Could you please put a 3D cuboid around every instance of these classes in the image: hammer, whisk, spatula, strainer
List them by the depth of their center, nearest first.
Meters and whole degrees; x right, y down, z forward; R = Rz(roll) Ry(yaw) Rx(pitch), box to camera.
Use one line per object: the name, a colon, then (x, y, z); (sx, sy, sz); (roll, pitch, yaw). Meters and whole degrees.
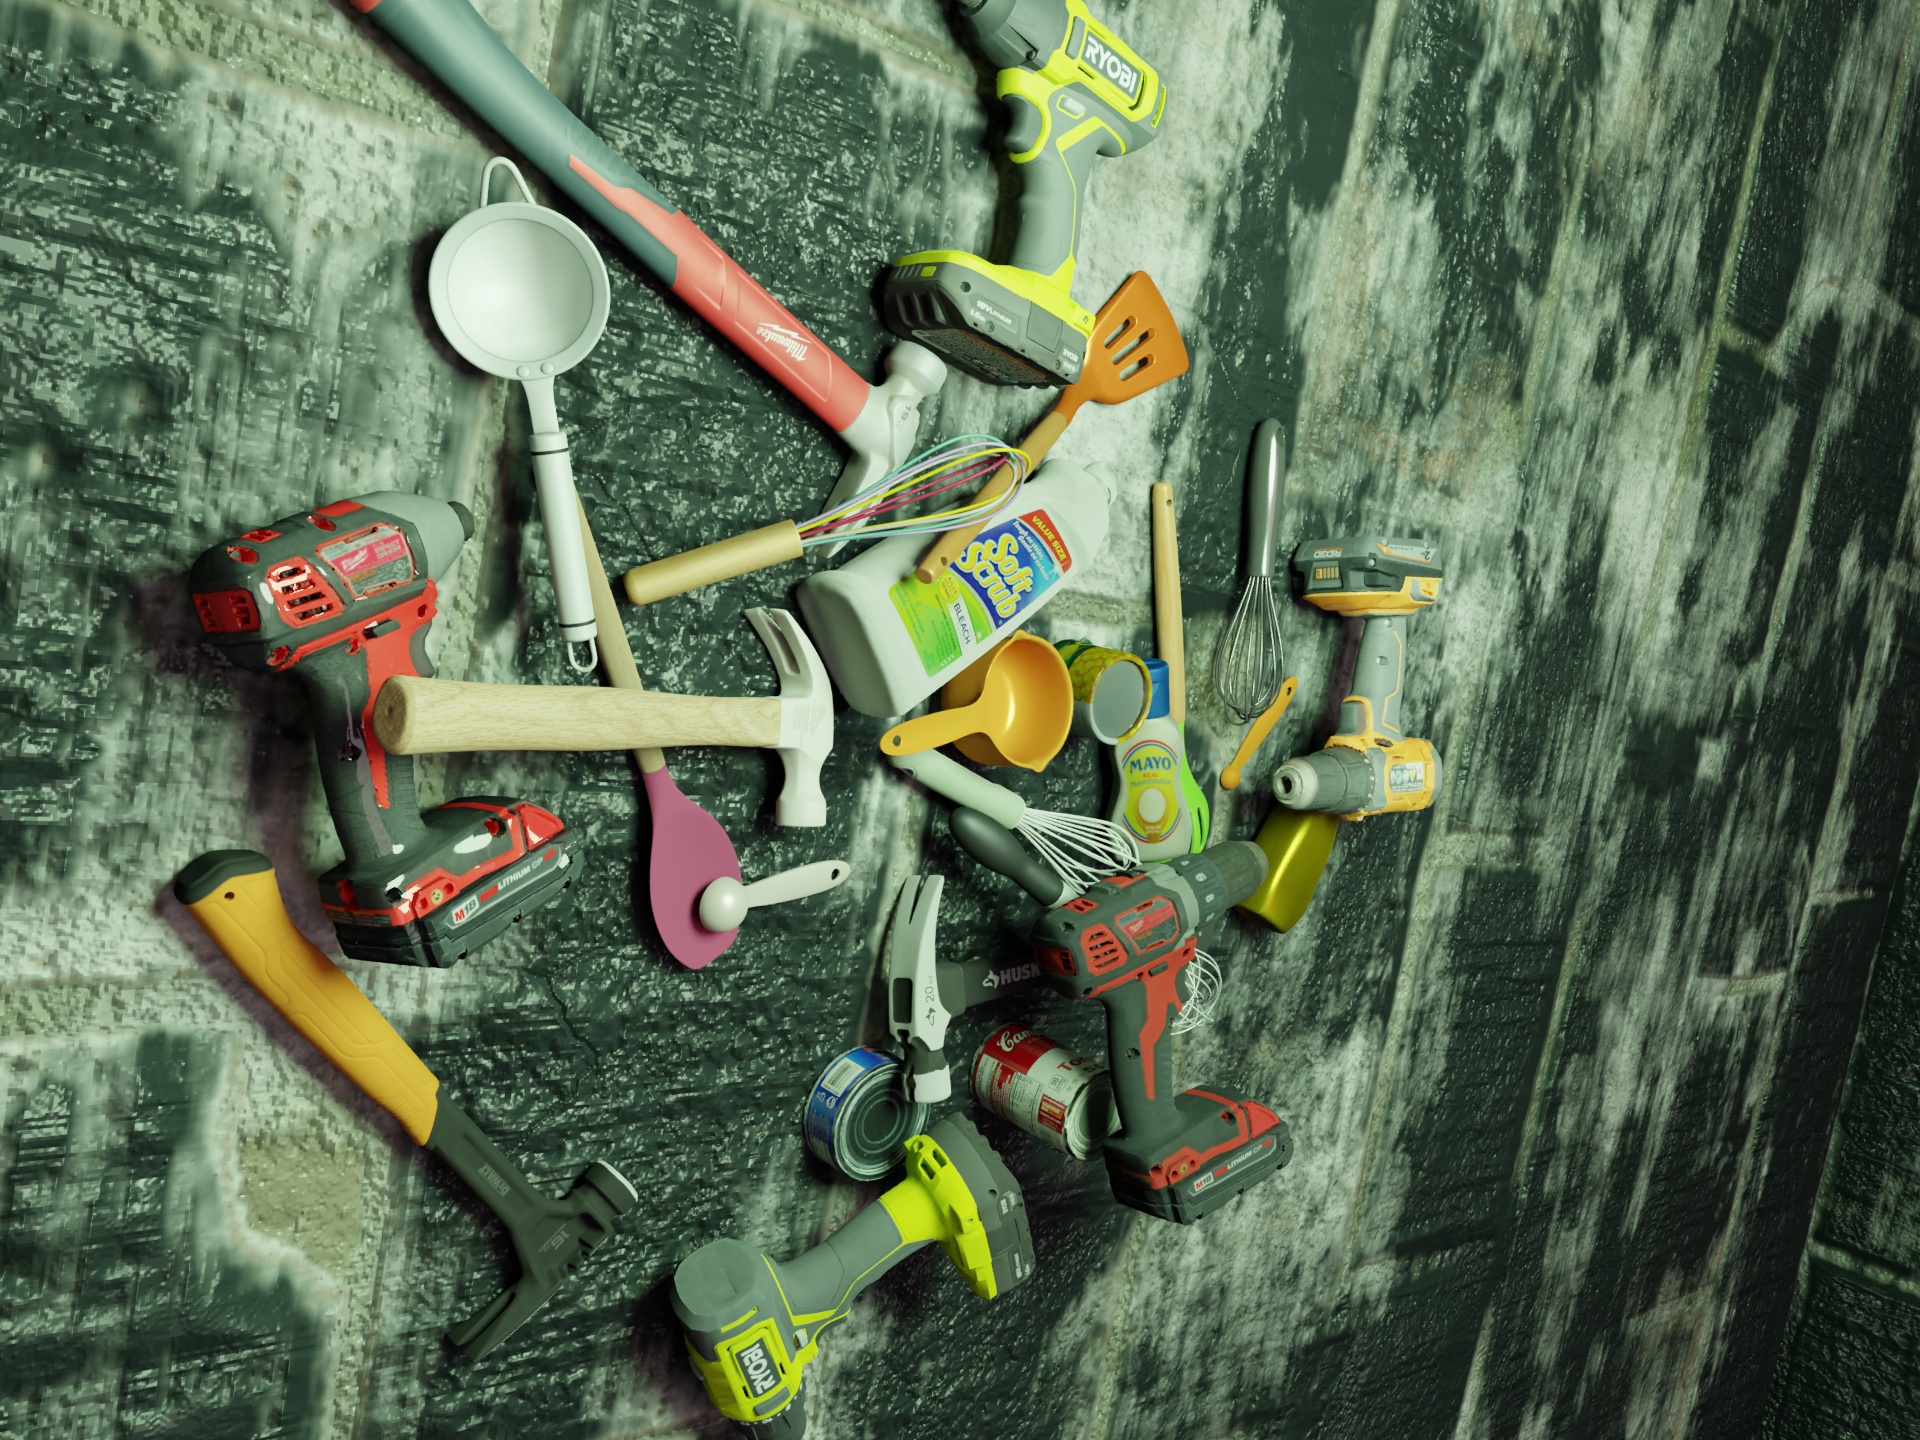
strainer: (-0.213, -0.150, 0.812); (0.087, 0.050, 0.258); (-8, 106, -9)
hammer: (-0.302, 0.200, 0.843); (0.127, 0.034, 0.336); (-45, 127, -25)
hammer: (-0.170, -0.003, 0.845); (0.331, 0.031, 0.130); (2, 90, -60)
hammer: (-0.162, -0.240, 0.849); (0.385, 0.038, 0.143); (37, 78, -41)
whisk: (-0.073, -0.114, 0.907); (0.245, 0.047, 0.051); (-19, 94, -12)
spatula: (0.059, -0.184, 1.027); (0.081, 0.041, 0.323); (59, 45, -24)
whisk: (0.042, 0.066, 1.101); (0.246, 0.058, 0.059); (31, 72, -35)
whisk: (0.088, 0.142, 1.114); (0.284, 0.070, 0.070); (39, 74, -30)
hammer: (0.077, 0.169, 1.160); (0.334, 0.035, 0.146); (-4, 89, -45)
whisk: (0.229, -0.114, 1.230); (0.055, 0.055, 0.239); (-2, 98, -42)

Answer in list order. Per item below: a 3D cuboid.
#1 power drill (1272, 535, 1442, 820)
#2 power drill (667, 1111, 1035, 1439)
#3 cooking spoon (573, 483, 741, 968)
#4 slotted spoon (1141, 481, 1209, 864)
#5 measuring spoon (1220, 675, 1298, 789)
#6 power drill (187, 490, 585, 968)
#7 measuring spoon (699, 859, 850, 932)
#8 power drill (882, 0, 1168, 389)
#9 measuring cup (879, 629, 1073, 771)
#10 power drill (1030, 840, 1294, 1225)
power drill: (0.316, -0.032, 1.279); (0.185, 0.084, 0.226); (-3, 93, -41)
power drill: (-0.068, 0.378, 1.049); (0.228, 0.080, 0.190); (-27, 130, -20)
cooking spoon: (-0.183, 0.004, 0.907); (0.069, 0.017, 0.318); (-36, 124, -40)
slotted spoon: (0.159, -0.023, 1.202); (0.070, 0.031, 0.313); (-16, 110, -33)
measuring spoon: (0.247, 0.010, 1.298); (0.117, 0.011, 0.021); (-53, 130, -18)
power drill: (-0.272, -0.001, 0.780); (0.143, 0.078, 0.219); (-38, 121, -50)
measuring spoon: (-0.110, 0.107, 0.992); (0.124, 0.018, 0.034); (-12, 110, -47)
power drill: (0.036, -0.333, 0.978); (0.171, 0.080, 0.223); (18, 86, -43)
measuring cup: (-0.002, -0.003, 1.034); (0.173, 0.052, 0.095); (-17, 101, -42)
power drill: (0.155, 0.203, 1.086); (0.188, 0.080, 0.226); (-21, 99, -30)
